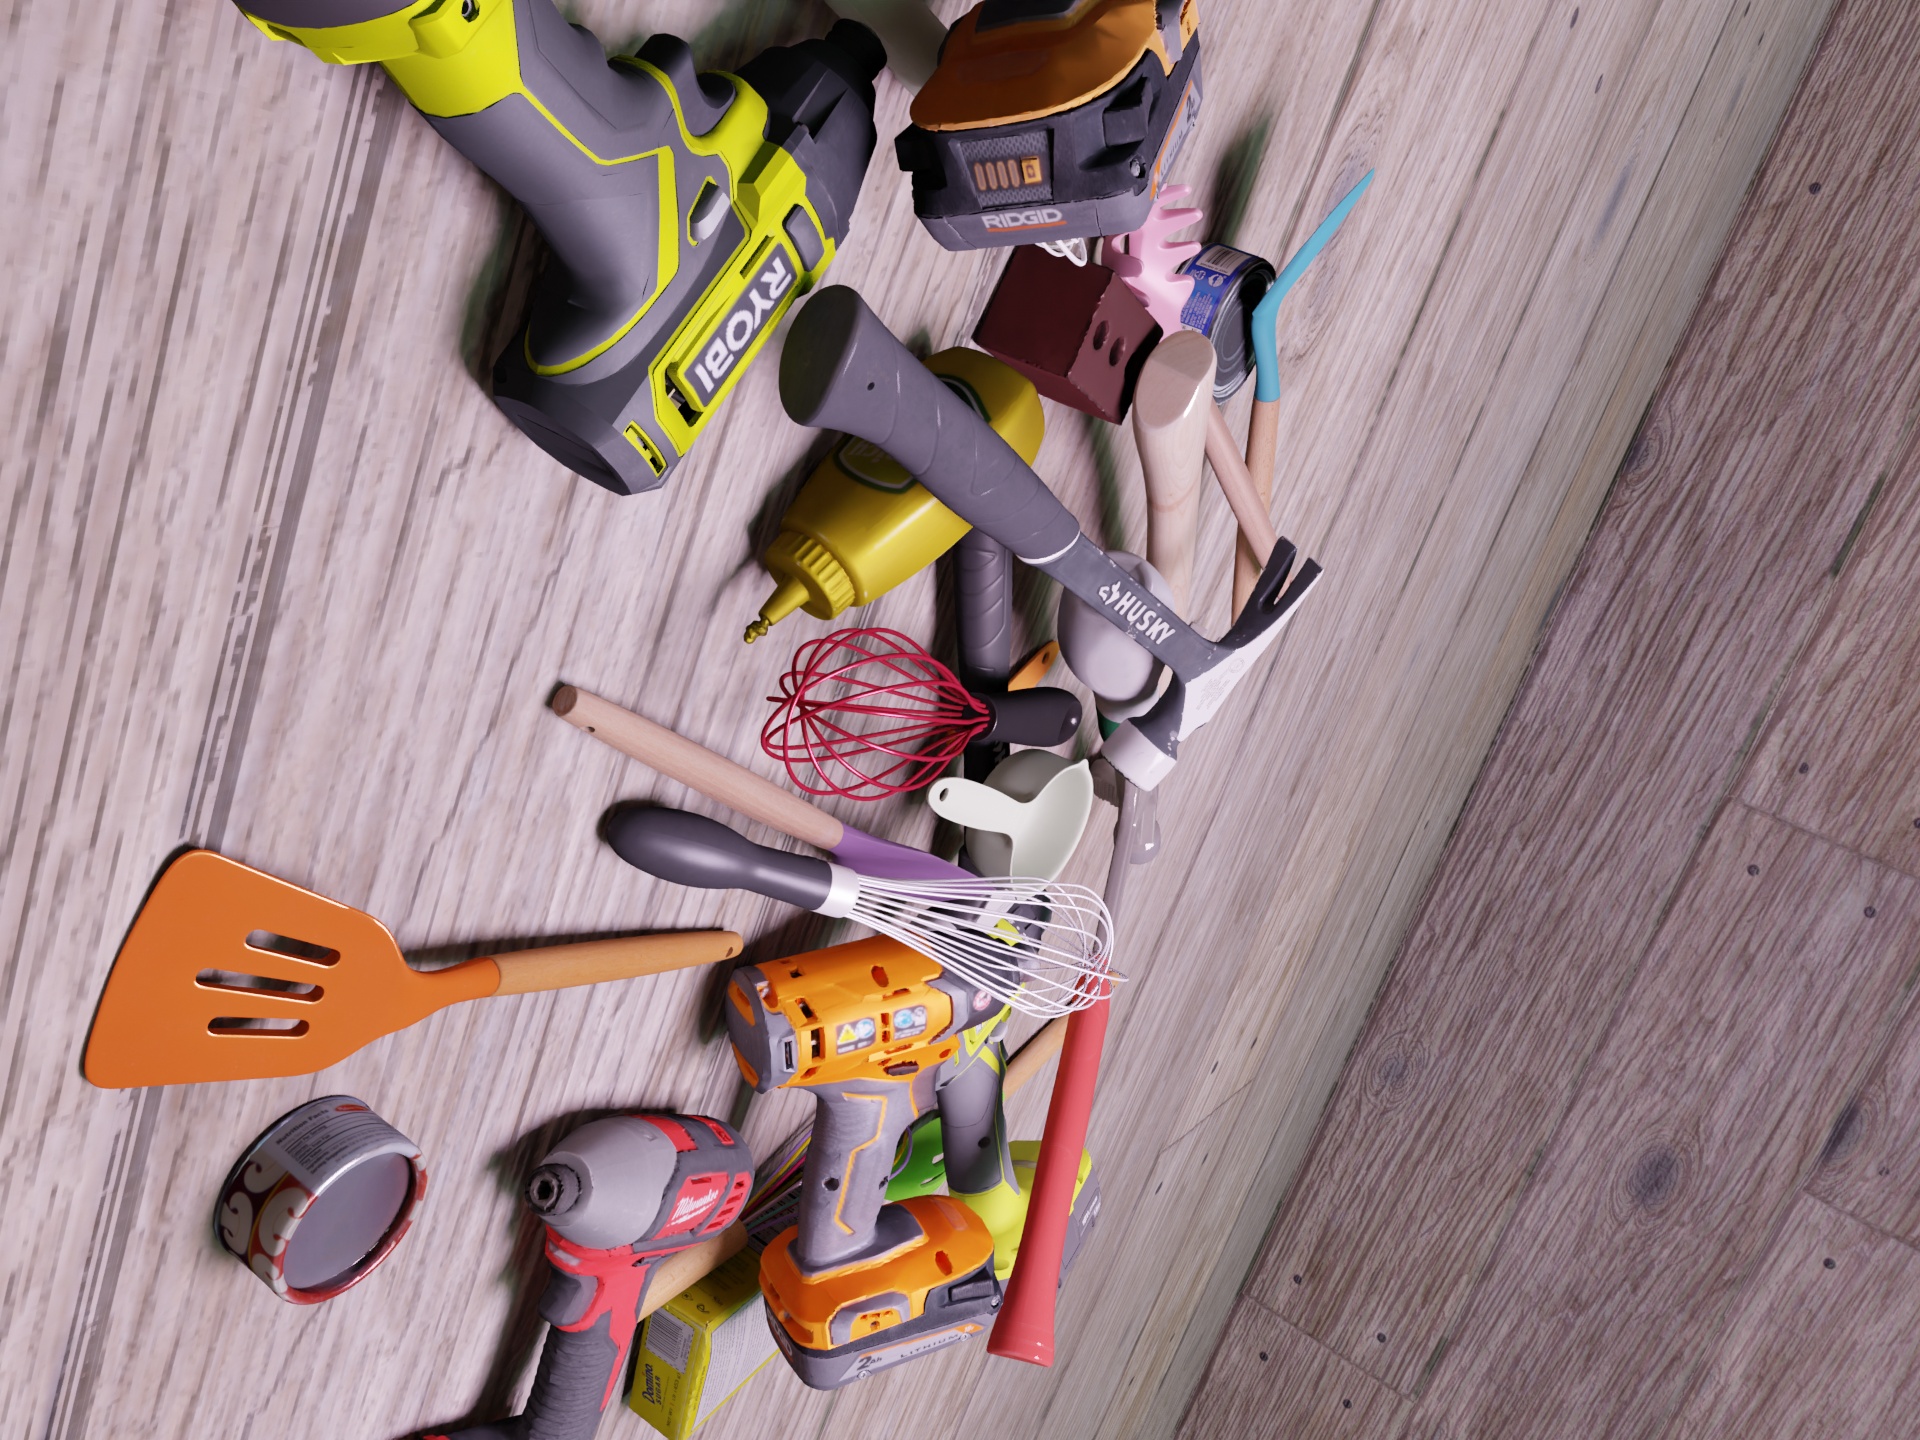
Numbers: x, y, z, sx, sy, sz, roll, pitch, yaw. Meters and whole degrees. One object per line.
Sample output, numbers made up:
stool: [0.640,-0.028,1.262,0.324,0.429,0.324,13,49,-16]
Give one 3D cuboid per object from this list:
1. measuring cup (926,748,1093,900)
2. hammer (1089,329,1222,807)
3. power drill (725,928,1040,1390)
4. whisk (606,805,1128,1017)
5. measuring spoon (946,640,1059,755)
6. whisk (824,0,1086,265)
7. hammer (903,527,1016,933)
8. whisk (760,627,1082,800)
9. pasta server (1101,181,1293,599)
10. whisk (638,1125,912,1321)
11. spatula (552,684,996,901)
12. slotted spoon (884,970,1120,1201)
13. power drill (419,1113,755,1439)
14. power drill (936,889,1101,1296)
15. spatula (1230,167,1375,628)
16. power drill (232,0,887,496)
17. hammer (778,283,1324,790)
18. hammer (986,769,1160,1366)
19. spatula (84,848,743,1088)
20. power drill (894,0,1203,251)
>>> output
measuring cup: [0.013,0.042,0.797,0.167,0.038,0.083,23,92,-60]
hammer: [0.124,-0.088,0.924,0.146,0.038,0.410,-55,162,-19]
power drill: [-0.032,0.215,0.824,0.164,0.084,0.226,-11,111,-25]
whisk: [-0.033,0.084,0.720,0.284,0.070,0.070,21,97,-35]
measuring spoon: [0.024,-0.016,0.901,0.117,0.011,0.021,-43,146,-43]
whisk: [-0.001,-0.235,0.598,0.246,0.059,0.058,18,61,-61]
hammer: [0.016,-0.023,0.824,0.146,0.035,0.334,-42,145,-37]
whisk: [-0.001,-0.002,0.720,0.295,0.073,0.073,1,114,-66]
pasta server: [0.142,-0.162,0.867,0.060,0.040,0.315,-60,141,-19]
whisk: [-0.113,0.270,0.888,0.245,0.051,0.047,-23,120,-48]
spatula: [-0.074,0.044,0.709,0.315,0.060,0.018,36,48,-56]
slotted spoon: [0.042,0.264,1.188,0.314,0.031,0.070,-32,141,-50]
power drill: [-0.183,0.283,0.720,0.220,0.079,0.143,-65,156,-3]
power drill: [0.022,0.223,0.978,0.190,0.080,0.228,-40,123,-57]
spatula: [0.186,-0.164,0.929,0.082,0.044,0.317,-49,151,-36]
power drill: [-0.095,-0.184,0.430,0.171,0.080,0.223,-57,158,-12]
hammer: [0.049,-0.074,0.676,0.149,0.036,0.408,-49,149,7]
hammer: [0.071,0.185,0.930,0.149,0.037,0.359,74,27,-59]
spatula: [-0.174,0.091,0.610,0.081,0.041,0.322,-65,159,6]
power drill: [0.005,-0.253,0.456,0.185,0.084,0.226,-66,148,-44]
